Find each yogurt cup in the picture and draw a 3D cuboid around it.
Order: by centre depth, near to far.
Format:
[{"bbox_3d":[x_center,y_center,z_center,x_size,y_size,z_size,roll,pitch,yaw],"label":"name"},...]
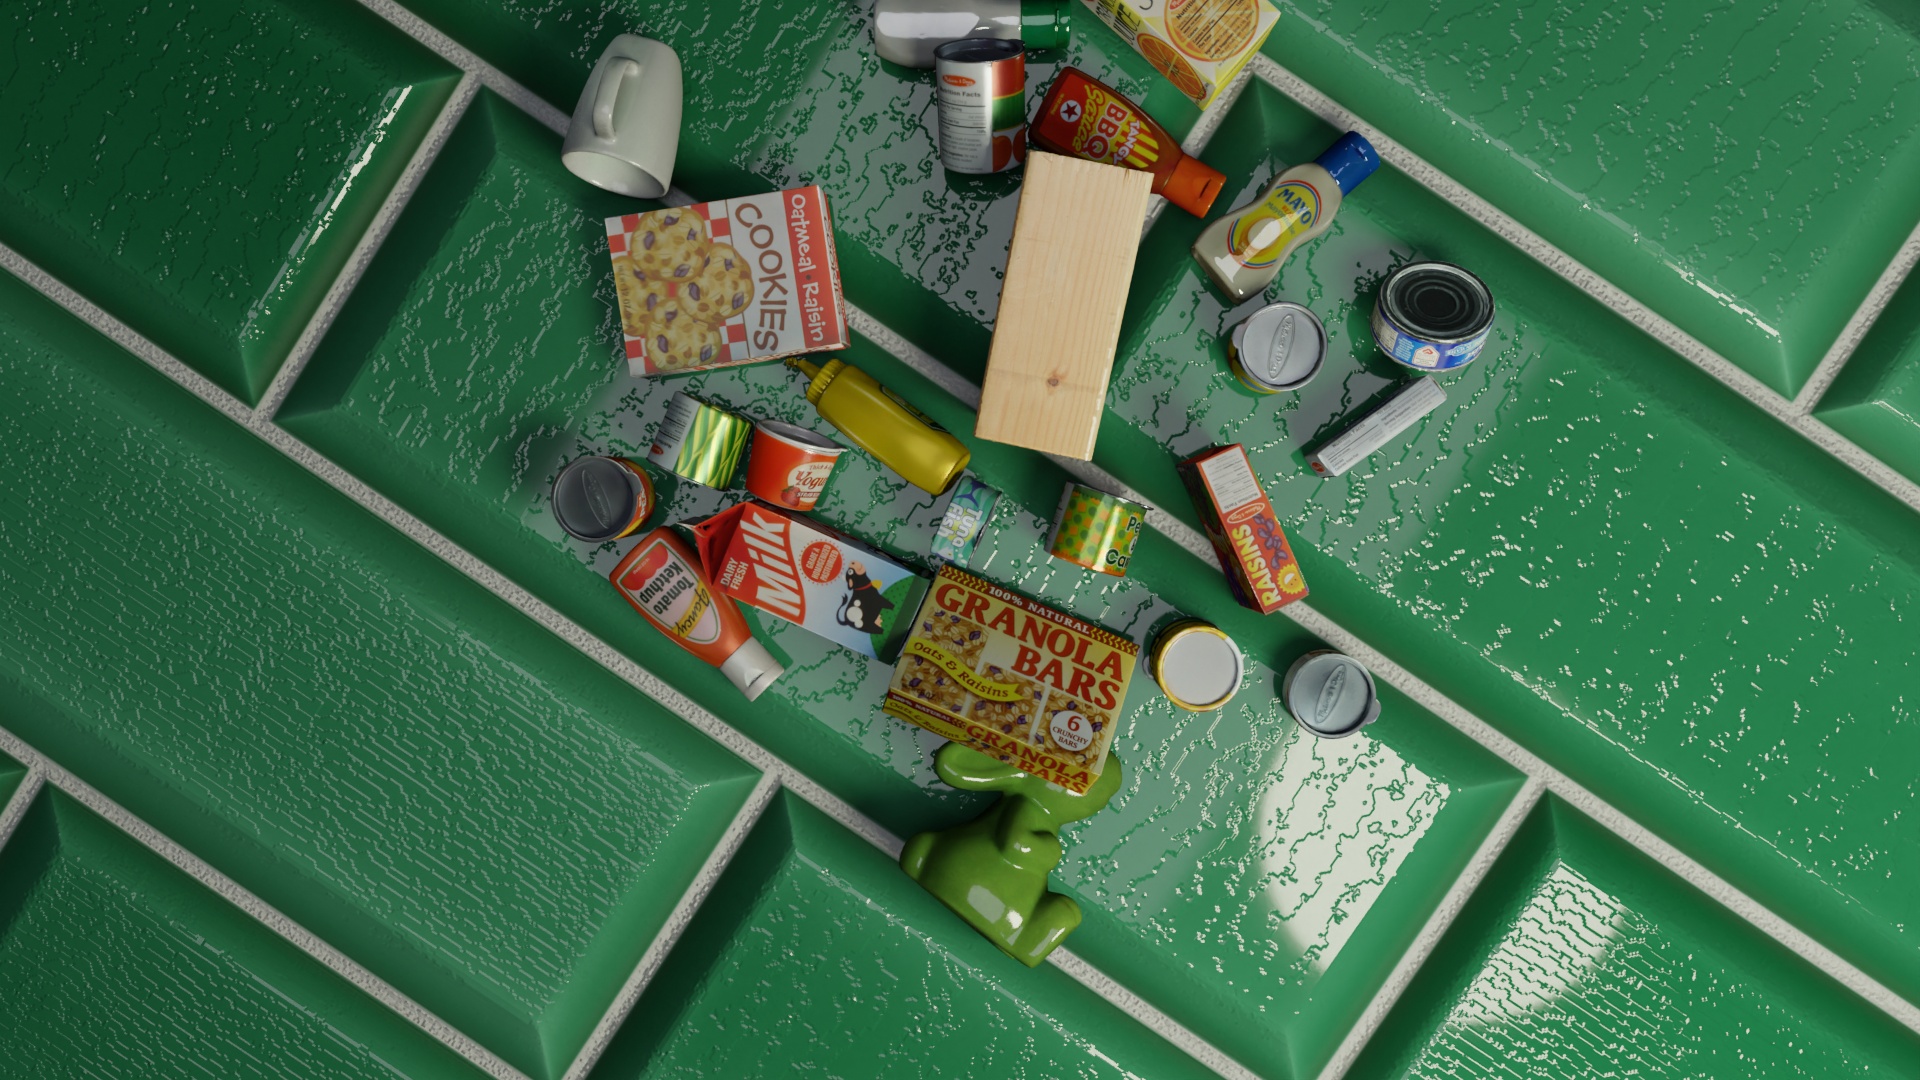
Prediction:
[{"bbox_3d":[-0.131,-0.057,1.065,0.072,0.072,0.053,20,102,1],"label":"yogurt cup"}]

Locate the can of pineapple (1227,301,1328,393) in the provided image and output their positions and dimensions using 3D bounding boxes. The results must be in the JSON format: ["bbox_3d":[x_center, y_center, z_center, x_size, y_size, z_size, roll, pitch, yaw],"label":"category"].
[{"bbox_3d":[0.237,-0.146,1.049,0.071,0.058,0.071,0,93,2],"label":"can of pineapple"}]

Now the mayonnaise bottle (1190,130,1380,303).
[{"bbox_3d":[0.249,-0.249,1.052,0.148,0.041,0.065,-40,89,4],"label":"mayonnaise bottle"}]

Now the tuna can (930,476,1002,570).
[{"bbox_3d":[0.004,-0.013,1.057,0.033,0.071,0.071,24,94,2],"label":"tuna can"}]

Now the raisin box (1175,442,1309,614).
[{"bbox_3d":[0.211,-0.010,1.042,0.040,0.086,0.123,-24,92,-1],"label":"raisin box"}]

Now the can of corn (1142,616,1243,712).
[{"bbox_3d":[0.177,0.095,1.062,0.071,0.058,0.071,0,93,2],"label":"can of corn"}]

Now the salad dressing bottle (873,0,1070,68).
[{"bbox_3d":[0.009,-0.392,1.054,0.148,0.044,0.064,0,96,1],"label":"salad dressing bottle"}]

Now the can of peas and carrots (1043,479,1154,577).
[{"bbox_3d":[0.105,-0.008,1.055,0.071,0.071,0.058,19,94,1],"label":"can of peas and carrots"}]

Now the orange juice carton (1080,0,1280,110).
[{"bbox_3d":[0.139,-0.418,1.033,0.192,0.072,0.073,42,93,0],"label":"orange juice carton"}]

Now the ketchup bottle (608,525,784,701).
[{"bbox_3d":[-0.201,0.060,1.082,0.064,0.043,0.149,-44,91,3],"label":"ketchup bottle"}]

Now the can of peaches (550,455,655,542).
[{"bbox_3d":[-0.272,-0.033,1.073,0.071,0.058,0.071,0,92,2],"label":"can of peaches"}]

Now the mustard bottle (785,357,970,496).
[{"bbox_3d":[-0.068,-0.096,1.061,0.160,0.065,0.048,36,98,4],"label":"mustard bottle"}]

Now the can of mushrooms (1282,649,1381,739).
[{"bbox_3d":[0.286,0.119,1.072,0.071,0.033,0.071,0,92,2],"label":"can of mushrooms"}]

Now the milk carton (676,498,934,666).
[{"bbox_3d":[-0.122,0.022,1.063,0.191,0.072,0.073,24,94,1],"label":"milk carton"}]

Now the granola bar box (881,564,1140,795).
[{"bbox_3d":[0.039,0.103,1.044,0.165,0.038,0.125,23,52,1],"label":"granola bar box"}]

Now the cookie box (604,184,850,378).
[{"bbox_3d":[-0.178,-0.198,1.071,0.167,0.040,0.123,-8,93,3],"label":"cookie box"}]

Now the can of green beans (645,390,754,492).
[{"bbox_3d":[-0.199,-0.076,1.064,0.071,0.071,0.058,24,93,1],"label":"can of green beans"}]

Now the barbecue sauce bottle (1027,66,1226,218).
[{"bbox_3d":[0.128,-0.296,1.053,0.148,0.044,0.064,30,97,0],"label":"barbecue sauce bottle"}]

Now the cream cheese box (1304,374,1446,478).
[{"bbox_3d":[0.314,-0.085,1.052,0.104,0.053,0.024,-36,90,3],"label":"cream cheese box"}]

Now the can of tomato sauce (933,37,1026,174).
[{"bbox_3d":[0.017,-0.323,1.031,0.071,0.071,0.082,-2,124,2],"label":"can of tomato sauce"}]
